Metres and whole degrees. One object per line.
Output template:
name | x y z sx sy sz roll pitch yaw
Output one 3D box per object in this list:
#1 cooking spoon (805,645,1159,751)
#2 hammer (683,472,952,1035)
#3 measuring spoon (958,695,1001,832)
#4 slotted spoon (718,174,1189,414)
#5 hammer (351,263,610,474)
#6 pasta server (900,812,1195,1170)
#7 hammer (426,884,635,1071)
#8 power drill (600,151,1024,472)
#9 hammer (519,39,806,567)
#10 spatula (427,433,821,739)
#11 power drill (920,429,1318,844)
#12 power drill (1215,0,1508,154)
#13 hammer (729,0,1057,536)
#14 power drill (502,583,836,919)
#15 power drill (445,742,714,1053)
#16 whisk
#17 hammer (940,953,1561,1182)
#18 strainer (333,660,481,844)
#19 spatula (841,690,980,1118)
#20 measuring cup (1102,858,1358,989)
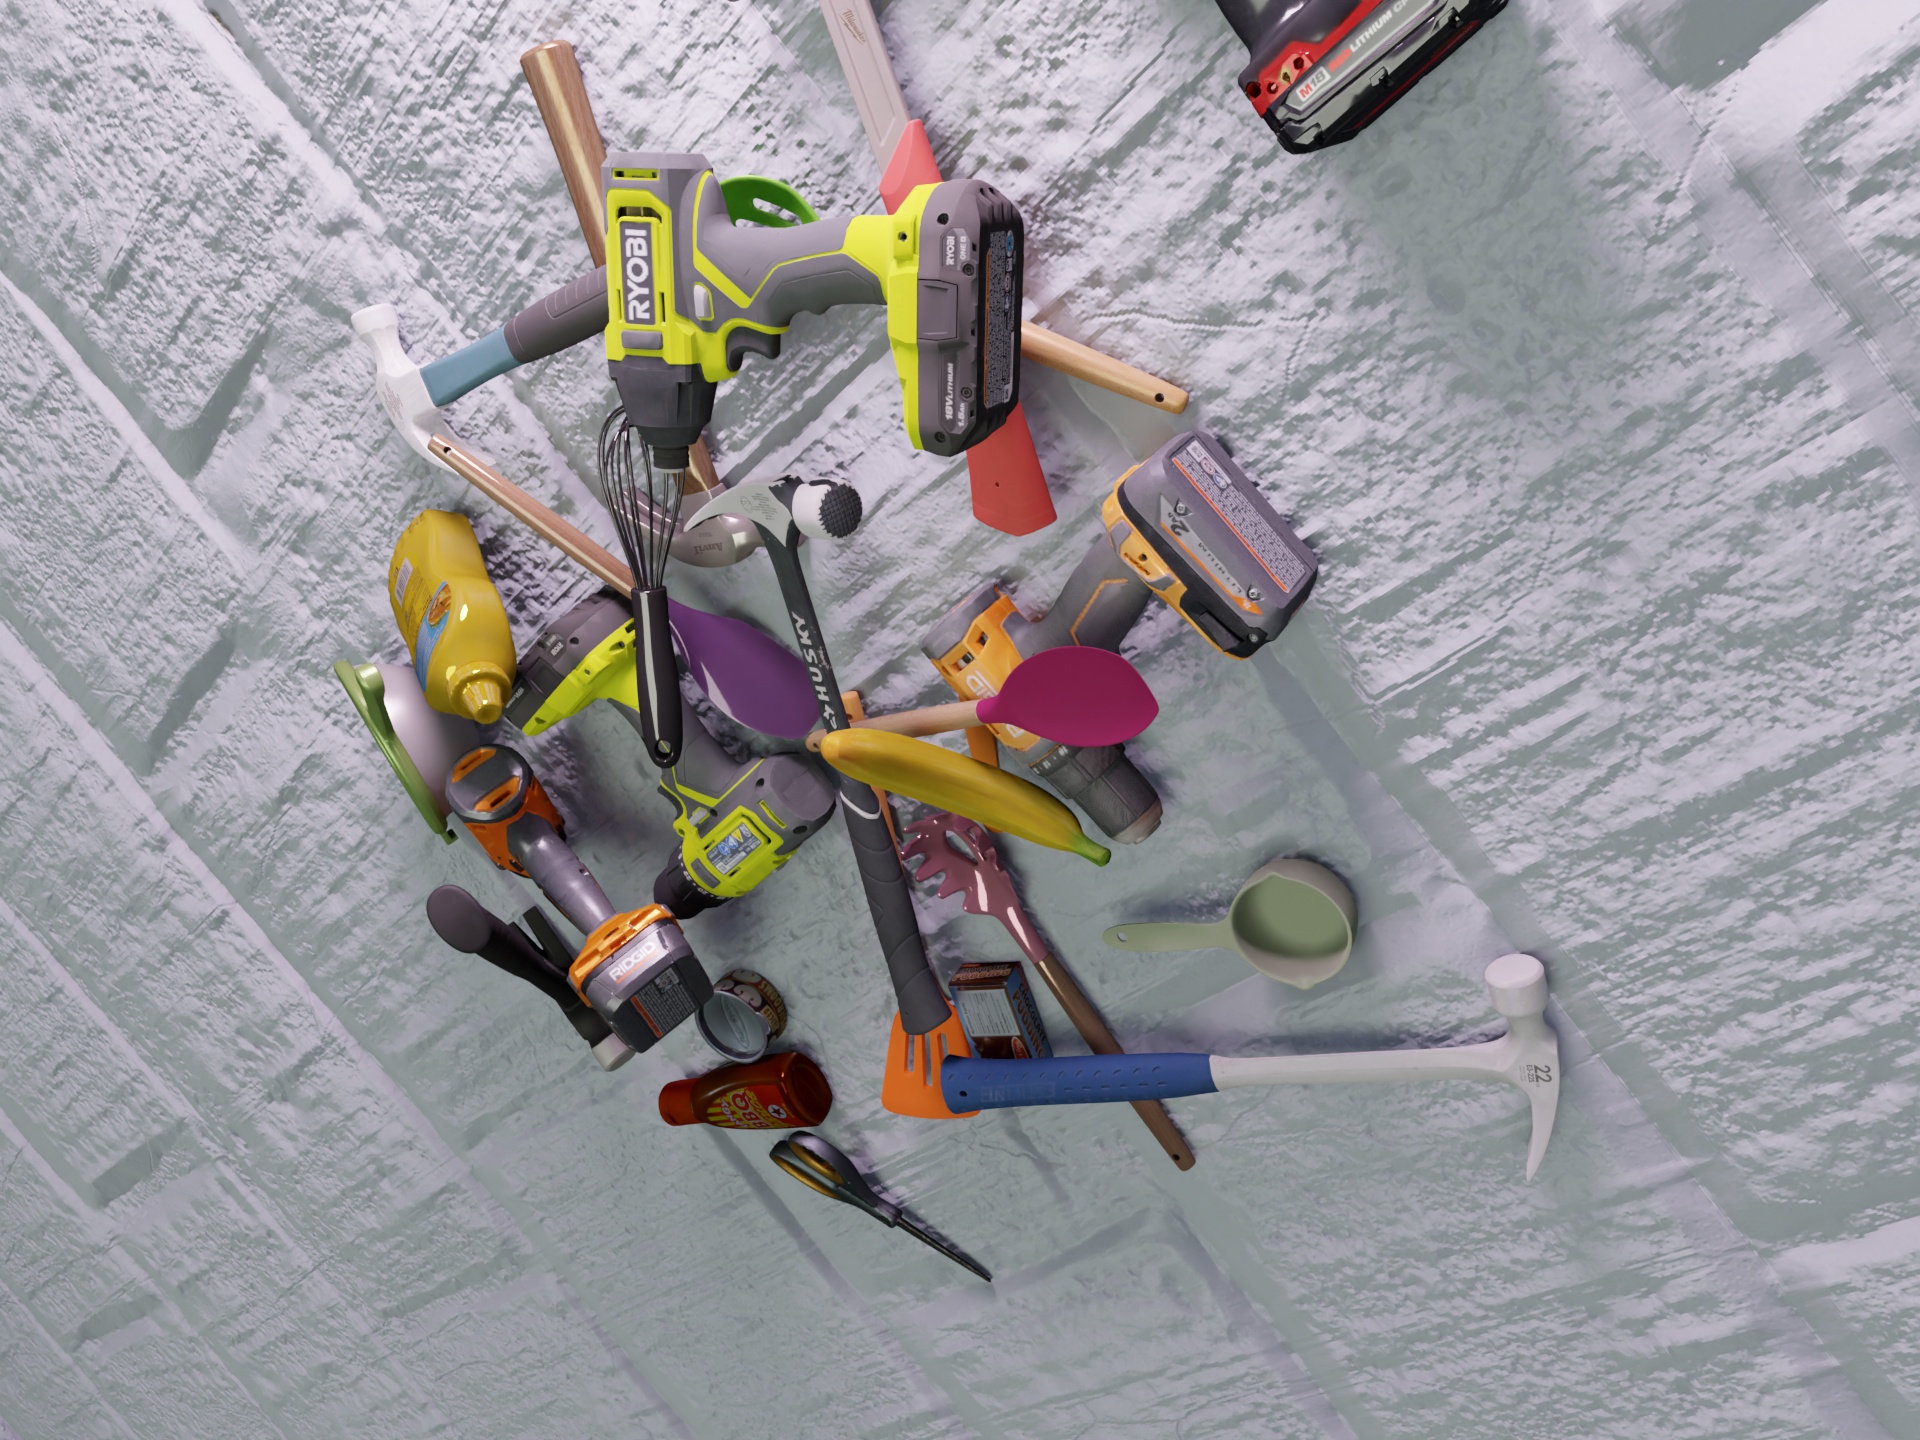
cooking spoon | -0.002 -0.003 0.966 0.319 0.017 0.068 -10 123 50
hammer | -0.074 0.035 1.028 0.149 0.036 0.408 12 125 45
measuring spoon | 0.014 0.024 1.045 0.021 0.011 0.116 1 115 27
slotted spoon | -0.014 -0.239 0.917 0.314 0.031 0.070 25 121 12
hammer | -0.274 -0.246 1.012 0.331 0.033 0.128 -10 105 41
pasta server | 0.067 0.187 1.086 0.060 0.040 0.316 -29 100 36
hammer | -0.321 0.171 1.158 0.146 0.035 0.334 49 168 16
power drill | -0.084 -0.212 0.851 0.223 0.080 0.171 8 111 18
hammer | -0.205 -0.254 1.007 0.130 0.031 0.331 -7 111 30
spatula | -0.225 -0.091 1.067 0.316 0.018 0.060 37 82 -4
power drill | 0.102 -0.037 0.928 0.185 0.084 0.226 49 131 -2
power drill | 0.154 -0.397 0.719 0.188 0.080 0.226 -36 92 36
hammer | -0.012 -0.276 0.867 0.149 0.037 0.359 -15 103 25
power drill | -0.218 0.032 1.134 0.228 0.080 0.190 48 130 -4
power drill | -0.281 0.133 1.172 0.227 0.084 0.164 45 163 22
whisk | -0.197 -0.083 1.021 0.055 0.055 0.239 6 108 25
hammer | 0.177 0.234 1.031 0.405 0.035 0.144 -9 111 25
strainer | -0.398 -0.007 1.166 0.151 0.069 0.256 56 160 6
spatula | -0.046 0.133 1.116 0.081 0.041 0.322 -3 112 24
measuring cup | 0.169 0.126 1.002 0.167 0.038 0.083 -8 111 33
